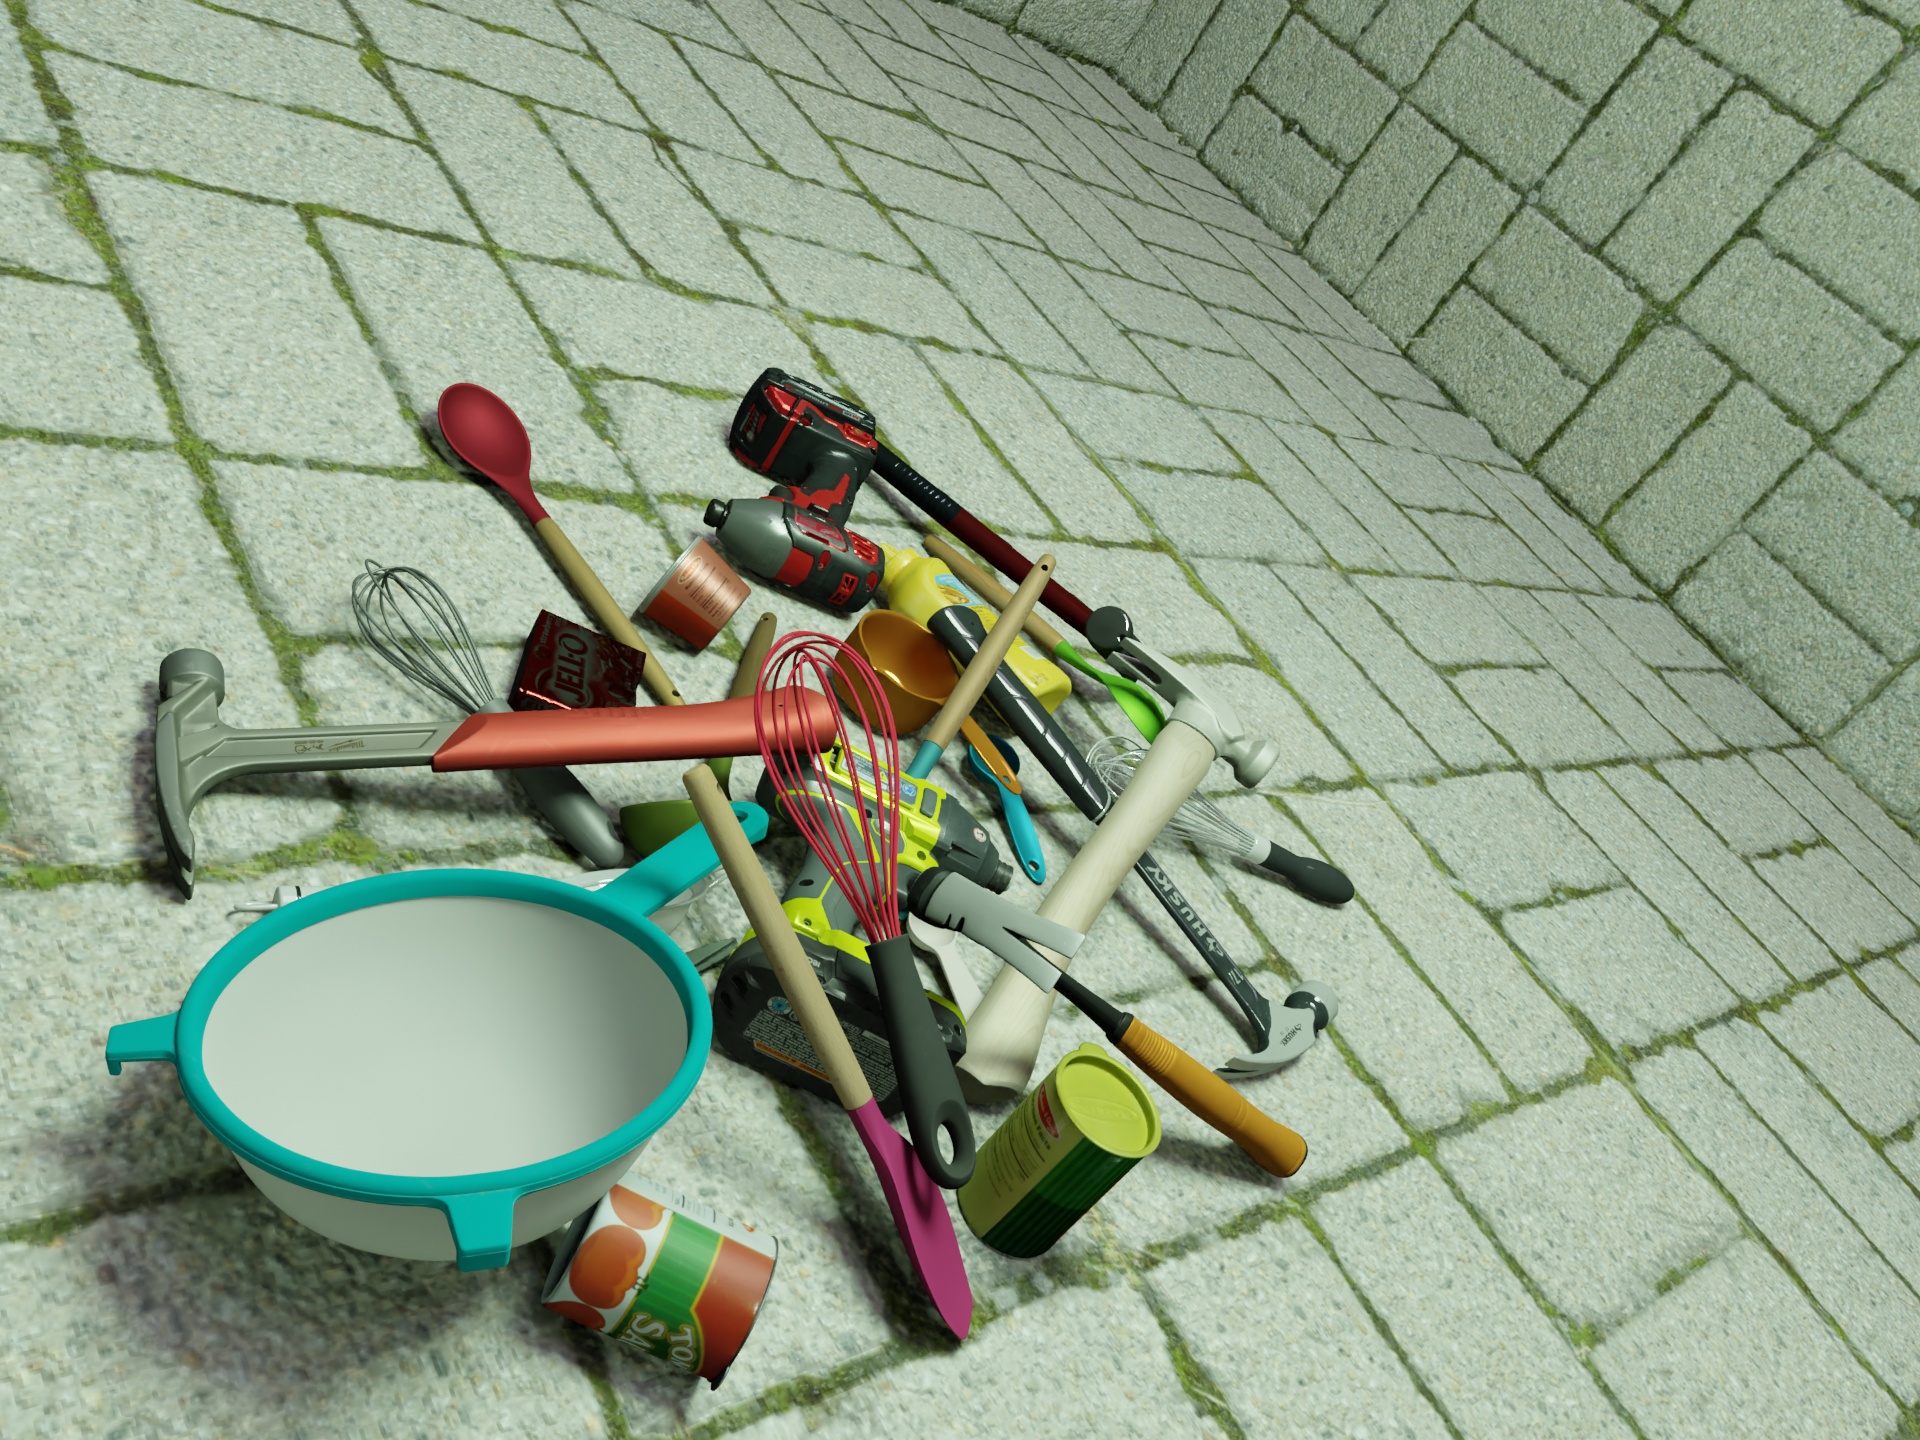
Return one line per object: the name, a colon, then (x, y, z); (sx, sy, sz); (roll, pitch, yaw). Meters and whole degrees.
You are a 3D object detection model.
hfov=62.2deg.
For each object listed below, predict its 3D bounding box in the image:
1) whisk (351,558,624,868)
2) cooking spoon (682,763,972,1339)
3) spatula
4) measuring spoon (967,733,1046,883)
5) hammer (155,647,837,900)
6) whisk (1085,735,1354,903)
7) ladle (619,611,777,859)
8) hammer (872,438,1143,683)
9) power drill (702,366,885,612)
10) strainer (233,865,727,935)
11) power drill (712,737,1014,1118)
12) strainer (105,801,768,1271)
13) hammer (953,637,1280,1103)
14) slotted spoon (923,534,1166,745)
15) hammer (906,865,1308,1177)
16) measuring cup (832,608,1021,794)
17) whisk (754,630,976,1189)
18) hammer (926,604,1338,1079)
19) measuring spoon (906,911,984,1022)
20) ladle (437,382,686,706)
whisk: (-0.273, -0.005, 0.922); (0.239, 0.055, 0.055); (47, 32, 11)
cooking spoon: (-0.061, 0.164, 0.776); (0.069, 0.017, 0.318); (-66, 133, -73)
spatula: (-0.002, -0.004, 1.101); (0.082, 0.044, 0.318); (34, 62, -5)
measuring spoon: (0.034, 0.067, 1.159); (0.042, 0.021, 0.129); (2, 53, -32)
hammer: (-0.235, 0.017, 0.860); (0.359, 0.036, 0.149); (-2, 45, -27)
whisk: (0.209, 0.090, 1.263); (0.284, 0.070, 0.070); (26, 32, -25)
ladle: (-0.151, -0.004, 1.032); (0.078, 0.062, 0.320); (-3, 30, 6)
hammer: (0.010, -0.162, 1.398); (0.386, 0.038, 0.143); (41, -3, 21)
power drill: (-0.133, -0.185, 1.279); (0.143, 0.078, 0.220); (22, 36, -21)
strainer: (-0.237, 0.097, 0.824); (0.258, 0.050, 0.087); (4, 6, -33)
power drill: (-0.050, 0.112, 0.933); (0.171, 0.080, 0.223); (29, 35, -13)
strainer: (-0.189, 0.137, 0.731); (0.211, 0.095, 0.340); (20, 27, 18)
hammer: (0.086, 0.092, 1.059); (0.146, 0.038, 0.411); (39, 45, 2)
slotted spoon: (0.066, -0.074, 1.311); (0.314, 0.031, 0.070); (42, 4, 36)
hammer: (0.111, 0.191, 0.920); (0.336, 0.034, 0.127); (41, -13, -35)
measuring cup: (-0.025, -0.001, 1.158); (0.174, 0.052, 0.095); (51, 33, 10)
whisk: (-0.044, 0.094, 0.815); (0.073, 0.073, 0.296); (-9, 80, -50)
hammer: (0.108, 0.079, 1.141); (0.409, 0.036, 0.149); (52, 35, 10)
measuring spoon: (-0.002, 0.169, 0.986); (0.034, 0.018, 0.124); (-6, 56, -38)
ladle: (-0.272, -0.118, 1.094); (0.069, 0.031, 0.316); (-13, 57, -49)
